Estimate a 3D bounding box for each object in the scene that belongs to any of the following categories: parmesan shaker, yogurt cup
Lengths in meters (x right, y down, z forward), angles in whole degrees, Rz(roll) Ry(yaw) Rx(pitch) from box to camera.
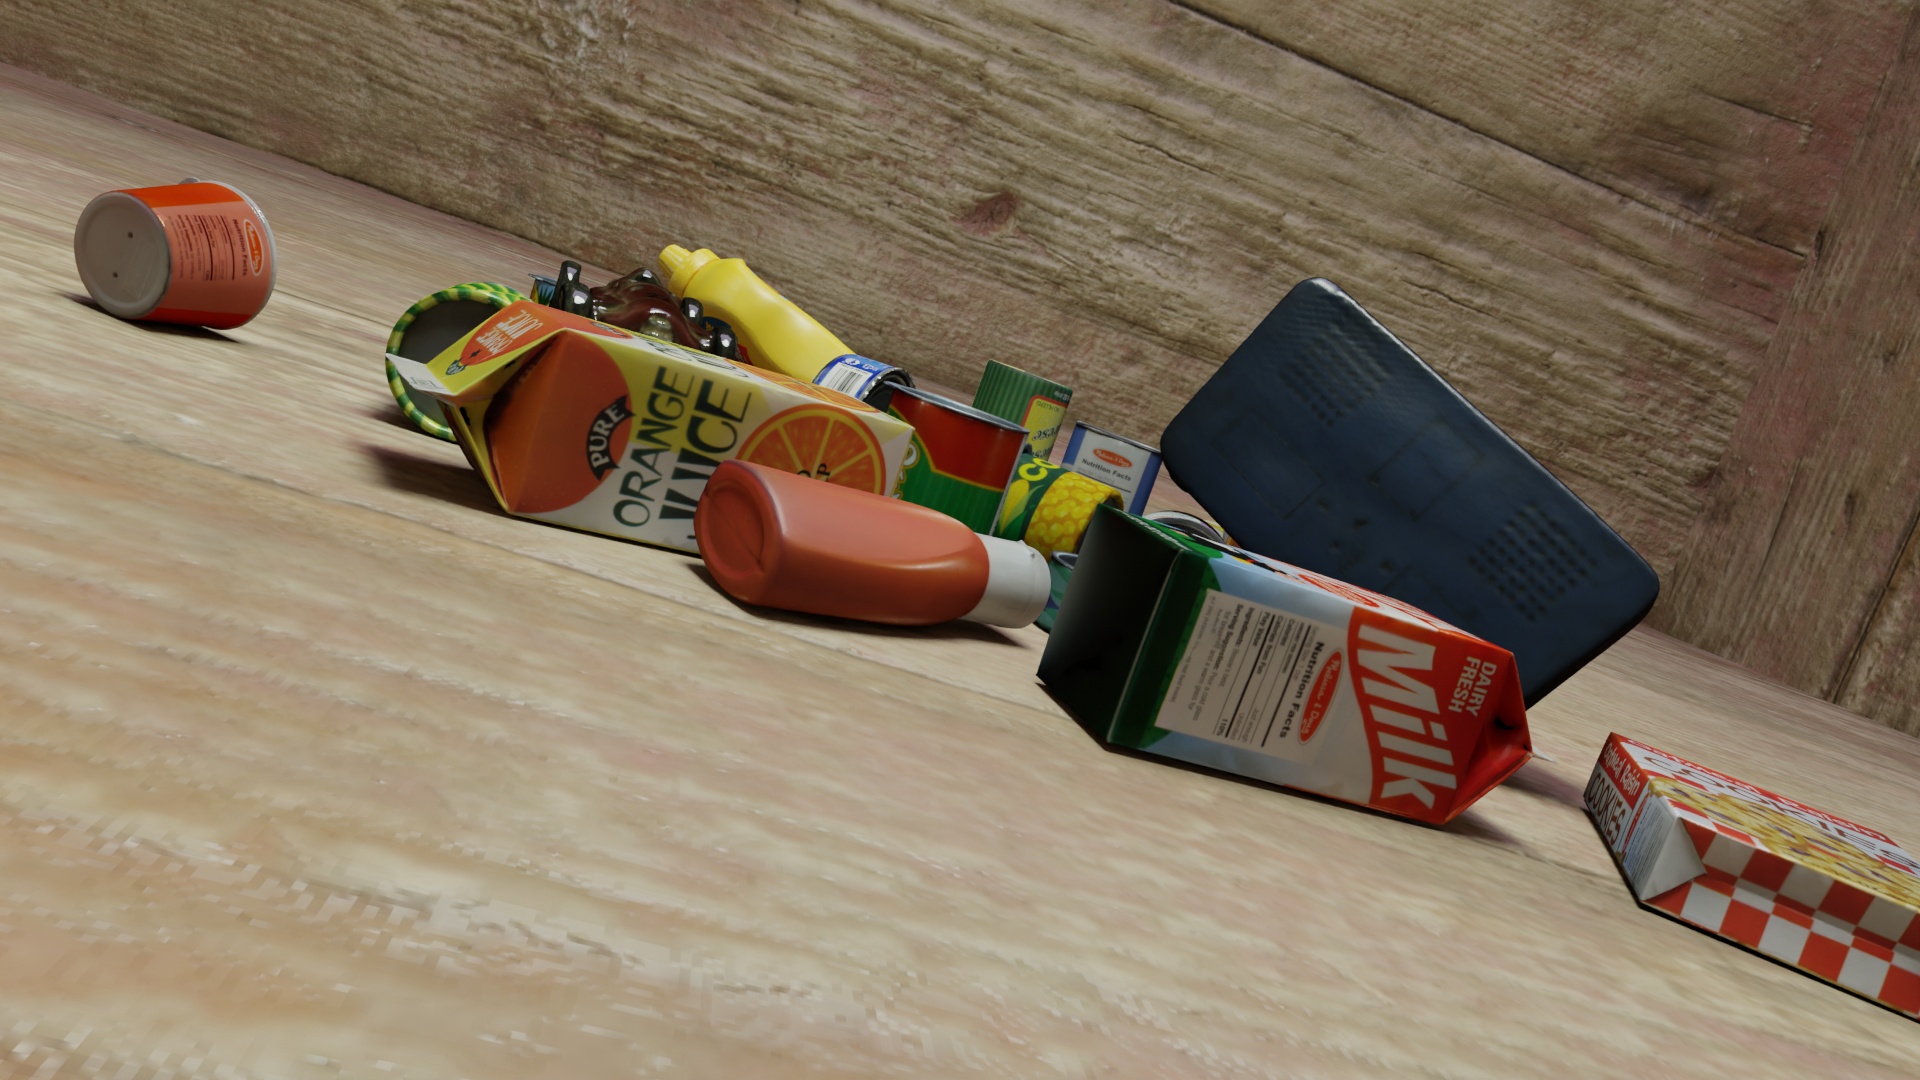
[{"bbox_3d":[0.032,-0.071,0.990,0.071,0.103,0.071,19,8,-3],"label":"parmesan shaker"},{"bbox_3d":[-0.351,-0.127,0.619,0.072,0.072,0.054,21,16,13],"label":"yogurt cup"}]

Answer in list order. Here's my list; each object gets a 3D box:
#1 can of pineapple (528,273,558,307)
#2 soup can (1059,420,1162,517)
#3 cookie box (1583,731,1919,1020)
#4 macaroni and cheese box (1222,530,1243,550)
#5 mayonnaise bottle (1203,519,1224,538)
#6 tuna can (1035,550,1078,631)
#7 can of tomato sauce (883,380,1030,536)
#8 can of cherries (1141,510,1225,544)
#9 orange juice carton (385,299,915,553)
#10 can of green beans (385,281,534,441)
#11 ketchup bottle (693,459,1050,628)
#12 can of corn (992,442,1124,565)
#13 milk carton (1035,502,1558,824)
[{"bbox_3d":[-0.261,-0.140,0.928,0.071,0.057,0.071,19,8,-2],"label":"can of pineapple"},{"bbox_3d":[0.097,-0.033,0.962,0.071,0.083,0.071,19,8,-3],"label":"soup can"},{"bbox_3d":[0.333,0.134,0.570,0.123,0.040,0.168,22,9,15],"label":"cookie box"},{"bbox_3d":[0.215,0.030,0.820,0.124,0.040,0.167,19,26,6],"label":"macaroni and cheese box"},{"bbox_3d":[0.201,0.005,1.102,0.065,0.041,0.148,22,9,30],"label":"mayonnaise bottle"},{"bbox_3d":[0.069,0.032,0.649,0.071,0.032,0.071,19,8,-3],"label":"tuna can"},{"bbox_3d":[-0.014,-0.023,0.640,0.071,0.083,0.071,19,8,-3],"label":"can of tomato sauce"},{"bbox_3d":[0.107,0.021,0.710,0.071,0.071,0.058,20,7,6],"label":"can of cherries"},{"bbox_3d":[-0.123,-0.042,0.549,0.193,0.073,0.072,14,10,-34],"label":"orange juice carton"},{"bbox_3d":[-0.213,-0.079,0.610,0.071,0.071,0.058,17,9,-15],"label":"can of green beans"},{"bbox_3d":[-0.027,0.007,0.544,0.149,0.043,0.065,13,25,-41],"label":"ketchup bottle"},{"bbox_3d":[0.047,-0.009,0.734,0.058,0.071,0.071,24,9,23],"label":"can of corn"},{"bbox_3d":[0.134,0.052,0.528,0.191,0.073,0.072,17,8,-21],"label":"milk carton"}]
